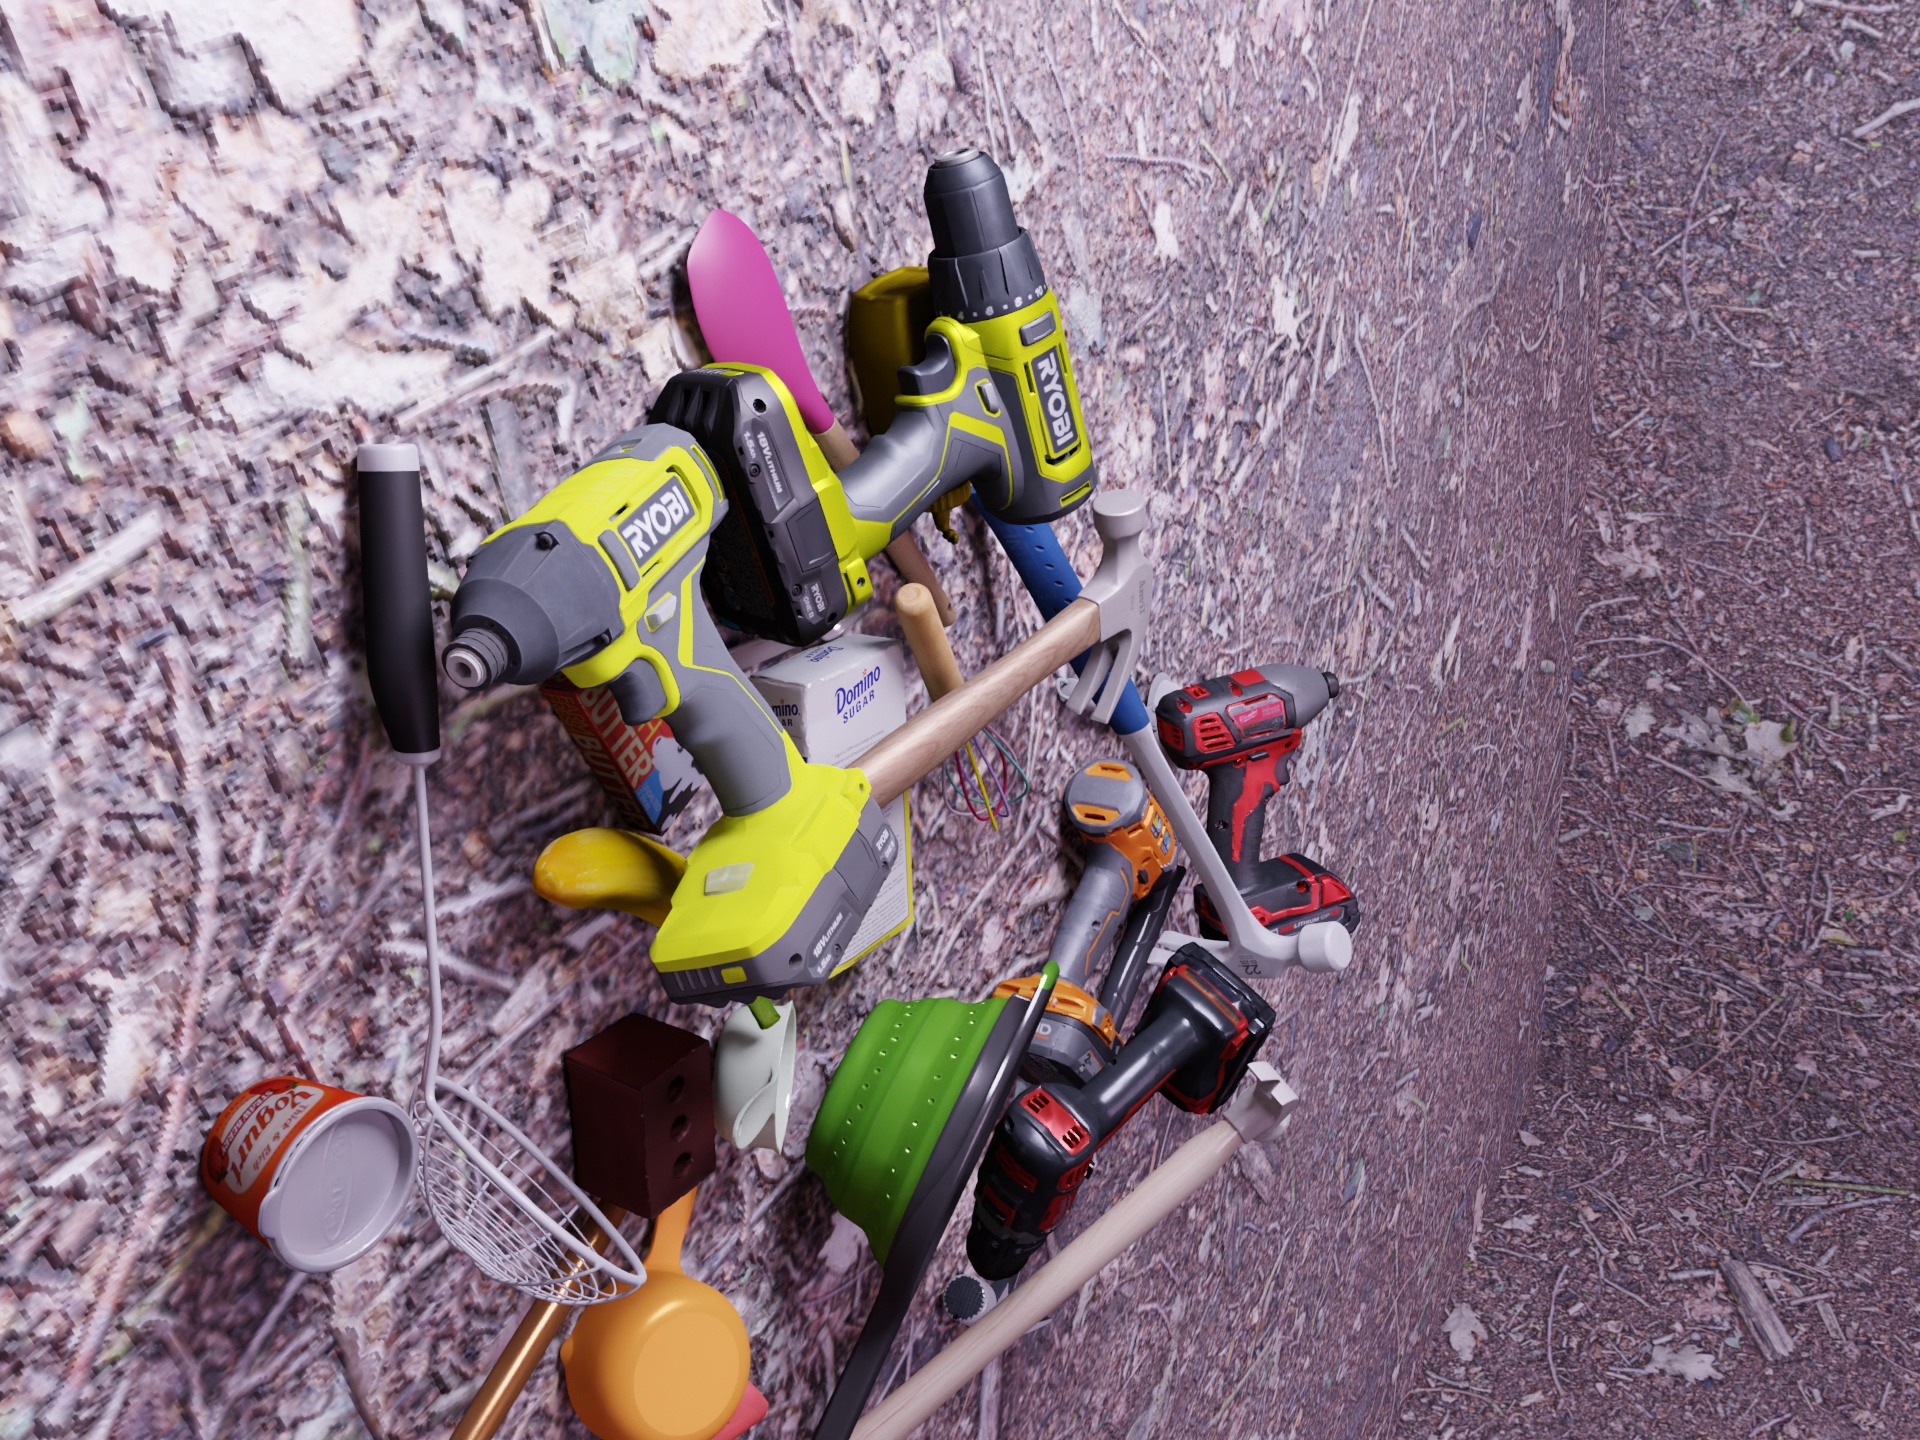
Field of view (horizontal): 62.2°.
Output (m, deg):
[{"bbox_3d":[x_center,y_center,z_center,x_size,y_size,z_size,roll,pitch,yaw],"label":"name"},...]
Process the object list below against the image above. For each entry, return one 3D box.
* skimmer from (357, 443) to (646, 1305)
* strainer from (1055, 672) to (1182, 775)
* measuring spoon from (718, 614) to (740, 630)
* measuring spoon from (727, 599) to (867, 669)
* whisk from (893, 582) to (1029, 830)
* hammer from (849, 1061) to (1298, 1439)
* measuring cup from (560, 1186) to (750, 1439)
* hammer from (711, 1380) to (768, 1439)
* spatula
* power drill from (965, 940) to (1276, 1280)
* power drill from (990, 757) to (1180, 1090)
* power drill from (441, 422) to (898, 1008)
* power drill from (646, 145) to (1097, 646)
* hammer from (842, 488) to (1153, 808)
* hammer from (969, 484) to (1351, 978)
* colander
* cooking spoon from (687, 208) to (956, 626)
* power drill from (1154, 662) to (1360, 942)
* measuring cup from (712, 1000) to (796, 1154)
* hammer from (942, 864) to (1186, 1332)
[{"bbox_3d":[-0.188,0.069,0.654,0.090,0.127,0.363,-7,102,-27],"label":"skimmer"},{"bbox_3d":[0.138,-0.005,1.223,0.258,0.050,0.087,14,73,-56],"label":"strainer"},{"bbox_3d":[-0.105,-0.106,0.796,0.042,0.021,0.128,-29,125,-52],"label":"measuring spoon"},{"bbox_3d":[-0.096,-0.048,0.841,0.124,0.018,0.034,-27,157,-46],"label":"measuring spoon"},{"bbox_3d":[0.000,-0.002,0.943,0.244,0.051,0.047,69,31,-57],"label":"whisk"},{"bbox_3d":[0.054,0.366,1.024,0.410,0.038,0.146,-39,158,-6],"label":"hammer"},{"bbox_3d":[-0.144,0.290,0.826,0.095,0.052,0.174,19,73,-33],"label":"measuring cup"},{"bbox_3d":[-0.223,0.430,0.784,0.359,0.037,0.149,-15,113,-56],"label":"hammer"},{"bbox_3d":[-0.219,0.328,0.712,0.081,0.041,0.323,42,46,-13],"label":"spatula"},{"bbox_3d":[0.094,0.266,1.048,0.226,0.080,0.187,-31,150,-37],"label":"power drill"},{"bbox_3d":[0.104,0.162,1.190,0.164,0.084,0.227,53,52,-53],"label":"power drill"},{"bbox_3d":[-0.121,0.006,0.675,0.223,0.080,0.171,64,30,-23],"label":"power drill"},{"bbox_3d":[-0.034,-0.157,0.782,0.228,0.080,0.190,-36,124,-31],"label":"power drill"},{"bbox_3d":[-0.001,0.000,0.876,0.331,0.031,0.130,-37,136,-33],"label":"hammer"},{"bbox_3d":[0.113,0.015,1.048,0.405,0.144,0.035,59,43,-21],"label":"hammer"},{"bbox_3d":[-0.064,0.307,0.939,0.204,0.094,0.397,56,59,-80],"label":"colander"},{"bbox_3d":[-0.063,-0.143,0.853,0.318,0.017,0.069,56,47,-52],"label":"cooking spoon"},{"bbox_3d":[0.236,0.065,1.223,0.143,0.079,0.219,-17,108,-14],"label":"power drill"},{"bbox_3d":[-0.114,0.191,0.813,0.167,0.038,0.083,17,77,-87],"label":"measuring cup"},{"bbox_3d":[0.101,0.294,1.275,0.409,0.036,0.149,-65,149,-20],"label":"hammer"}]
